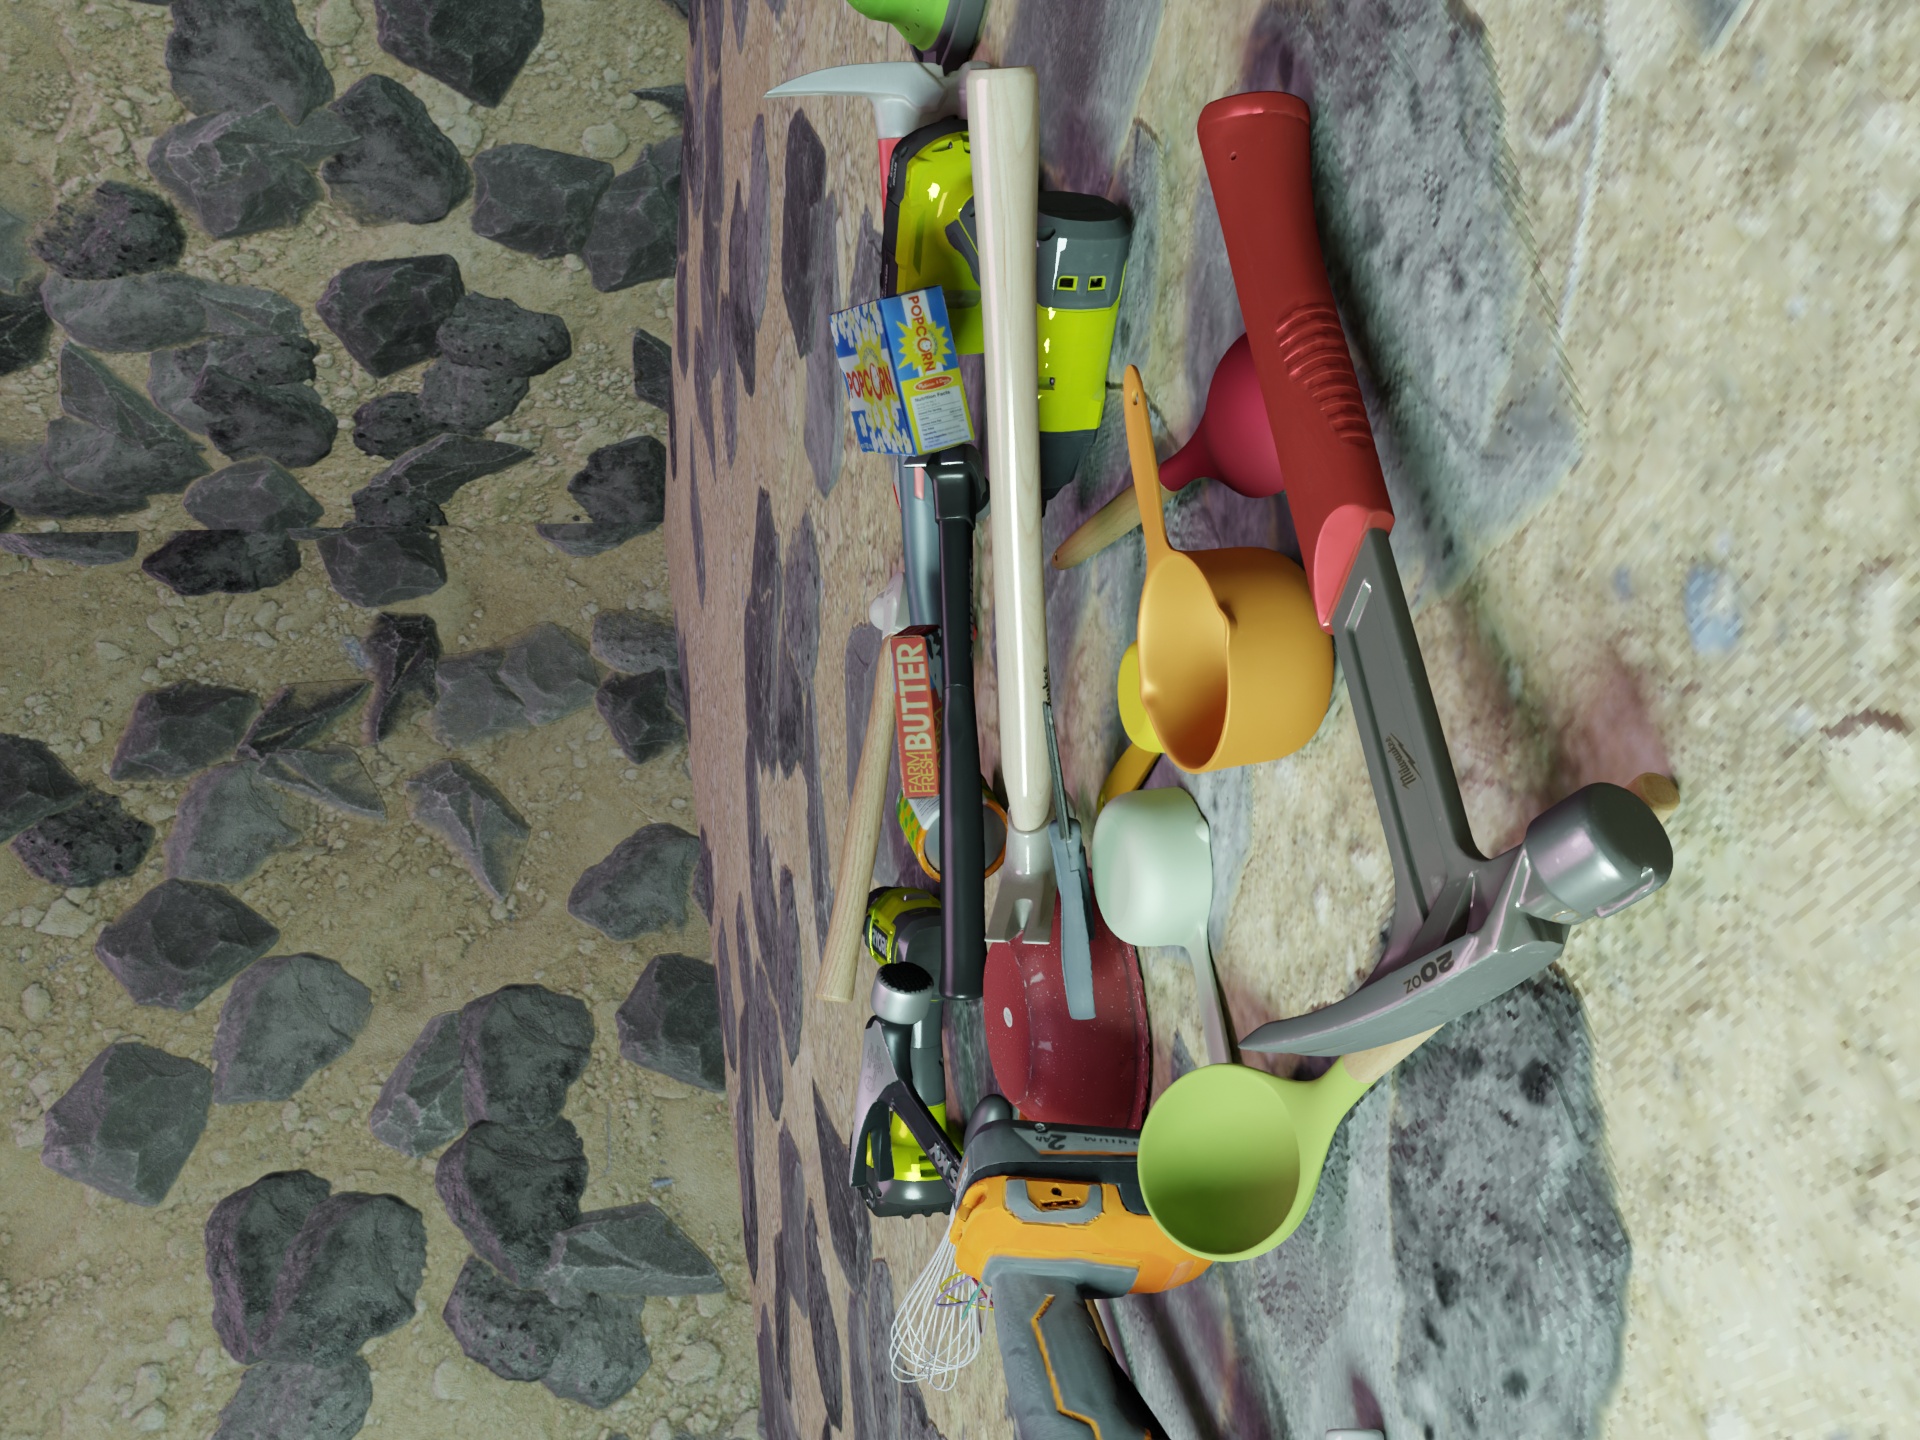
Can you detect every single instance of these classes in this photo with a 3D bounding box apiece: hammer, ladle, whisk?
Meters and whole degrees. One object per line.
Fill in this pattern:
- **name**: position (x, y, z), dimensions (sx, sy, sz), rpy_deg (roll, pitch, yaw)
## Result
- **hammer**: position (-0.067, 0.047, 1.203), dimensions (0.130, 0.031, 0.331), rpy_deg (151, 130, -72)
- **hammer**: position (0.027, -0.094, 0.767), dimensions (0.146, 0.038, 0.410), rpy_deg (-71, -21, -66)
- **ladle**: position (0.139, 0.109, 0.548), dimensions (0.320, 0.062, 0.078), rpy_deg (112, 151, -52)
- **ladle**: position (0.091, -0.109, 0.742), dimensions (0.315, 0.031, 0.069), rpy_deg (151, 115, -75)
- **whisk**: position (0.022, 0.346, 1.005), dimensions (0.047, 0.051, 0.244), rpy_deg (39, 153, 15)
- **whisk**: position (-0.002, 0.372, 1.125), dimensions (0.070, 0.070, 0.284), rpy_deg (-115, 32, -55)
- **hammer**: position (0.037, 0.303, 0.836), dimensions (0.409, 0.036, 0.149), rpy_deg (46, 130, 50)
- **hammer**: position (-0.002, -0.003, 0.950), dimensions (0.146, 0.035, 0.335), rpy_deg (36, -128, -79)
- **hammer**: position (0.120, -0.074, 0.537), dimensions (0.149, 0.036, 0.359), rpy_deg (-45, 42, 47)
- **hammer**: position (-0.042, -0.220, 1.036), dimensions (0.038, 0.143, 0.386), rpy_deg (-125, 31, -70)

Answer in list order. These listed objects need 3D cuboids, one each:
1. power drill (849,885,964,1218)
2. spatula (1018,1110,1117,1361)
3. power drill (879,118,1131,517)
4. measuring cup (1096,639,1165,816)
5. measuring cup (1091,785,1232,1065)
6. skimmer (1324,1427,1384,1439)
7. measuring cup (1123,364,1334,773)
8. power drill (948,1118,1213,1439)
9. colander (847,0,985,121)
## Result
- **power drill**: position (-0.041, 0.239, 1.206), dimensions (0.190, 0.080, 0.228), rpy_deg (-165, 76, -74)
- **spatula**: position (0.074, 0.322, 0.896), dimensions (0.081, 0.041, 0.323), rpy_deg (101, 156, -44)
- **power drill**: position (0.021, -0.230, 0.888), dimensions (0.223, 0.080, 0.171), rpy_deg (-117, 28, -50)
- **measuring cup**: position (0.082, 0.012, 0.785), dimensions (0.156, 0.029, 0.062), rpy_deg (115, 149, -57)
- **measuring cup**: position (0.095, 0.109, 0.738), dimensions (0.083, 0.038, 0.168), rpy_deg (112, 154, -57)
- **skimmer**: position (0.175, 0.432, 0.522), dimensions (0.127, 0.090, 0.364), rpy_deg (110, 163, -61)
- **measuring cup**: position (0.103, -0.065, 0.639), dimensions (0.095, 0.052, 0.174), rpy_deg (127, 136, -69)
- **power drill**: position (0.072, 0.295, 0.686), dimensions (0.084, 0.164, 0.227), rpy_deg (103, 171, -47)
- **colander**: position (-0.049, -0.455, 1.061), dimensions (0.205, 0.094, 0.397), rpy_deg (-126, 37, -64)
